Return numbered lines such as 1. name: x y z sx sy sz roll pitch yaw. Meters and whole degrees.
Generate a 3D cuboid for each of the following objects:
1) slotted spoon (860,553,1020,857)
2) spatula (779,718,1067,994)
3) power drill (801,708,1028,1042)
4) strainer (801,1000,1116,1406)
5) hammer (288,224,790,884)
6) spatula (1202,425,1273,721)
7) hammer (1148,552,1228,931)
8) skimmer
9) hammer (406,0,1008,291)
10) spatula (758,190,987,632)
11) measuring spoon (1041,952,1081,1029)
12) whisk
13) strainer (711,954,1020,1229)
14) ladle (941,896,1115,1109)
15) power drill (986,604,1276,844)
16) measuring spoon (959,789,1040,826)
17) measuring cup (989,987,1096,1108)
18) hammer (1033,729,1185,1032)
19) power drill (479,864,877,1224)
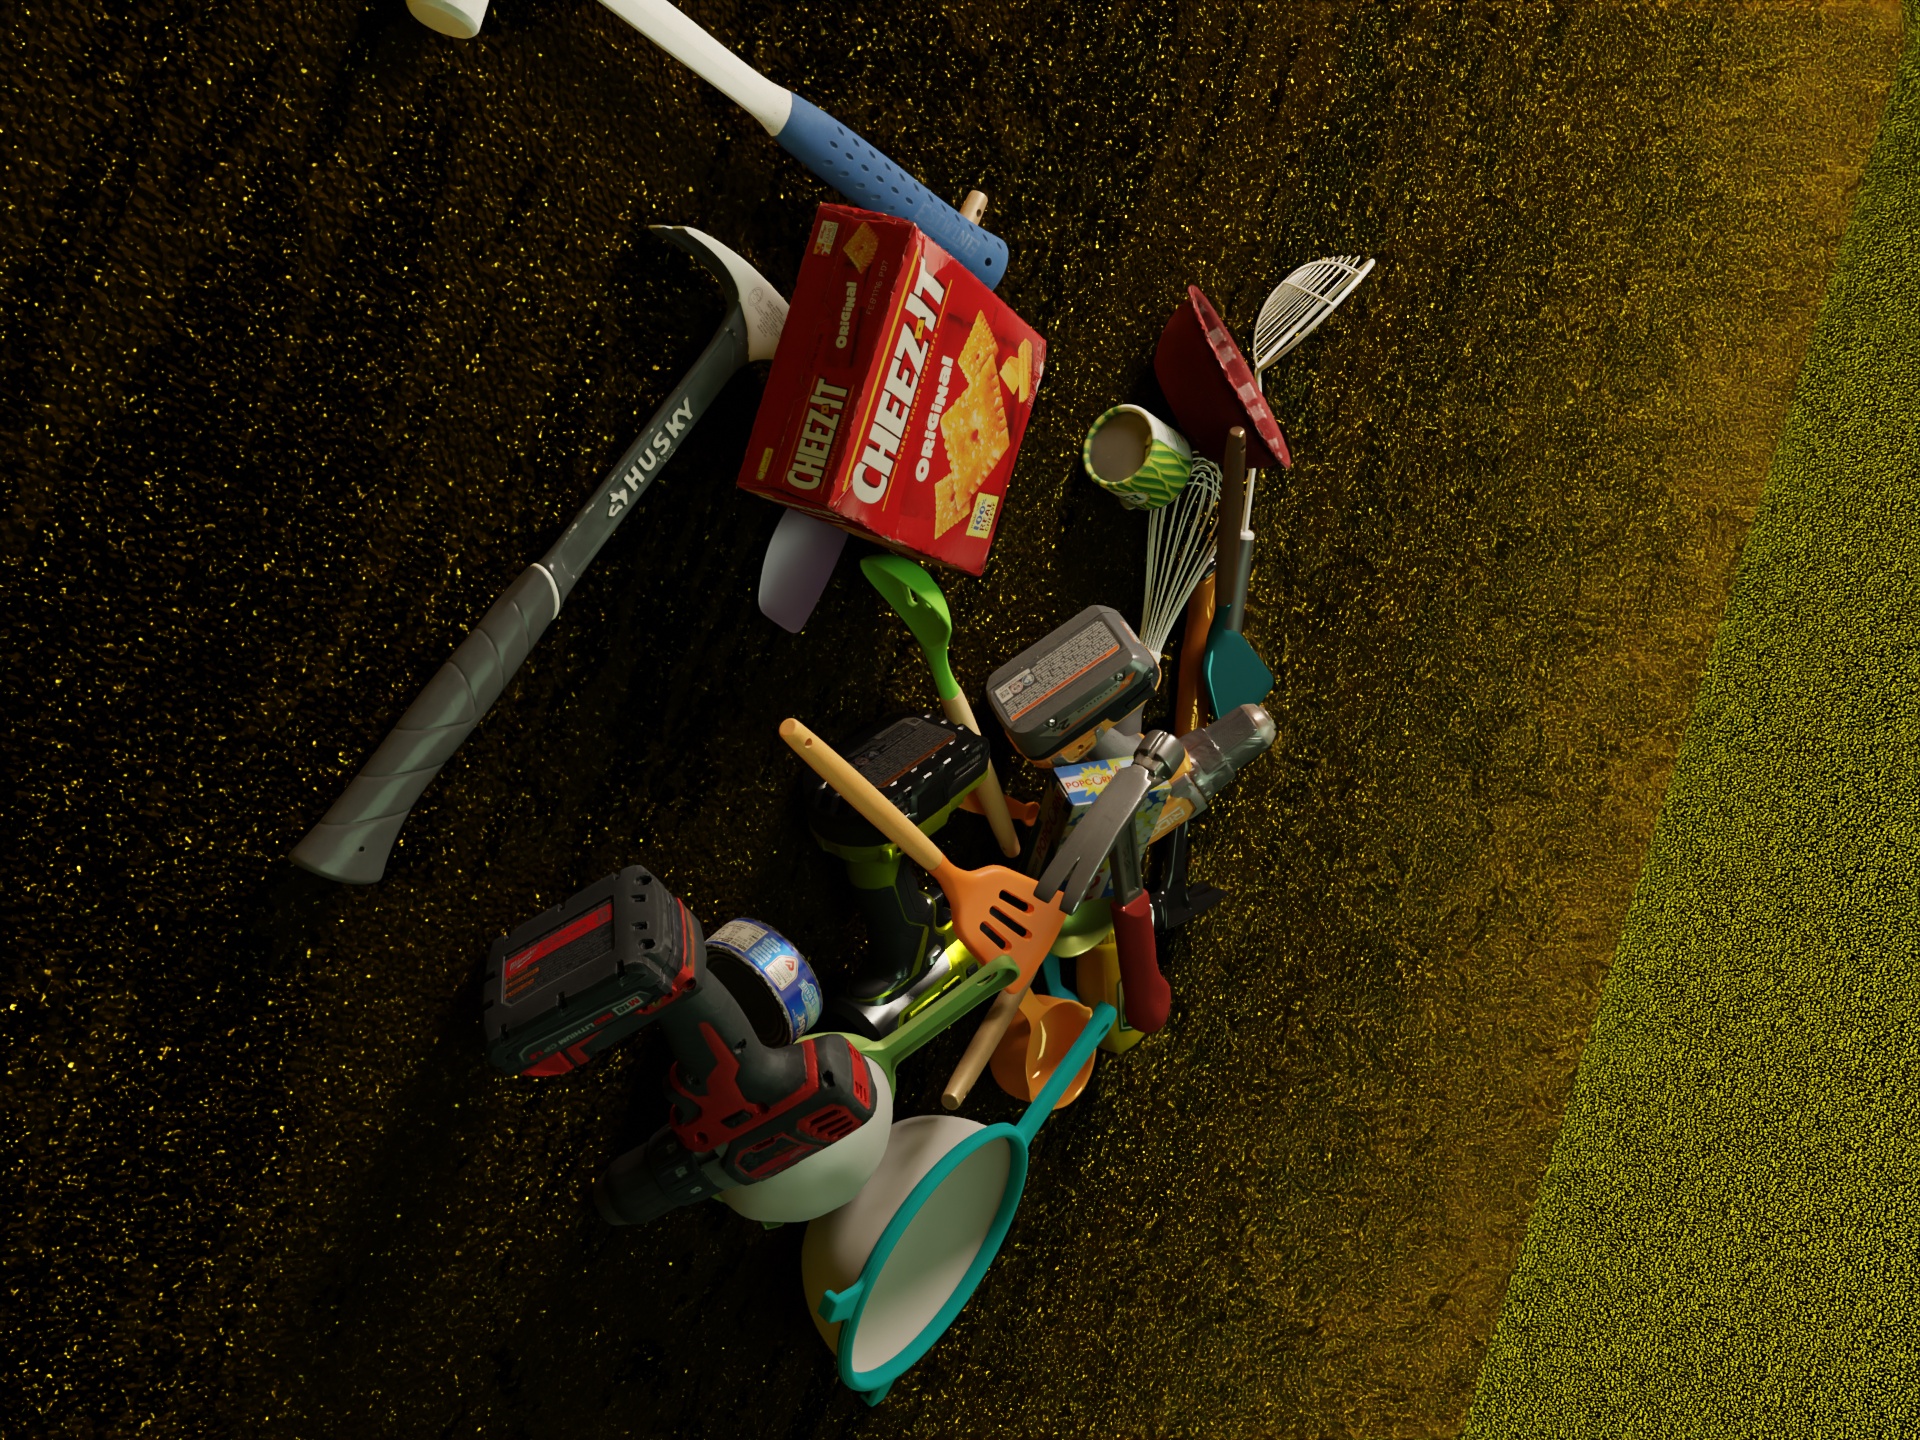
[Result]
1. slotted spoon: -0.002 -0.004 1.119 0.031 0.070 0.313 -43 138 -21
2. spatula: -0.021 0.081 1.004 0.081 0.041 0.322 -58 143 -12
3. power drill: -0.025 0.113 1.116 0.190 0.080 0.228 -34 130 -39
4. strainer: -0.011 0.323 1.182 0.340 0.095 0.210 -49 149 -28
5. hammer: -0.212 -0.087 0.841 0.409 0.036 0.149 -58 139 -20
6. spatula: 0.225 -0.112 1.291 0.082 0.044 0.317 -45 150 -26
7. hammer: 0.207 0.018 1.410 0.127 0.034 0.336 -14 113 -48
8. skimmer: 0.283 -0.217 1.378 0.127 0.090 0.363 -61 158 -72
9. hammer: -0.104 -0.344 0.871 0.405 0.035 0.144 21 85 -50
10. spatula: -0.052 -0.204 1.015 0.059 0.018 0.316 37 74 -50
11. measuring spoon: 0.084 0.214 1.332 0.042 0.021 0.128 -37 129 -39
12. whisk: 0.160 -0.081 1.303 0.070 0.070 0.284 8 101 -53
13. strainer: -0.056 0.251 1.045 0.256 0.069 0.151 -36 135 -4
14. ladle: 0.055 0.198 1.173 0.320 0.062 0.078 -47 154 -62
15. power drill: 0.139 0.008 1.229 0.185 0.084 0.226 -34 137 4
16. measuring spoon: 0.023 0.063 1.215 0.116 0.011 0.021 18 90 -49
17. measuring cup: 0.044 0.235 1.272 0.095 0.052 0.173 -51 124 -31
18. hammer: 0.124 0.158 1.194 0.149 0.037 0.358 -53 153 -23
19. power drill: -0.177 0.203 0.913 0.188 0.080 0.226 -29 129 11
